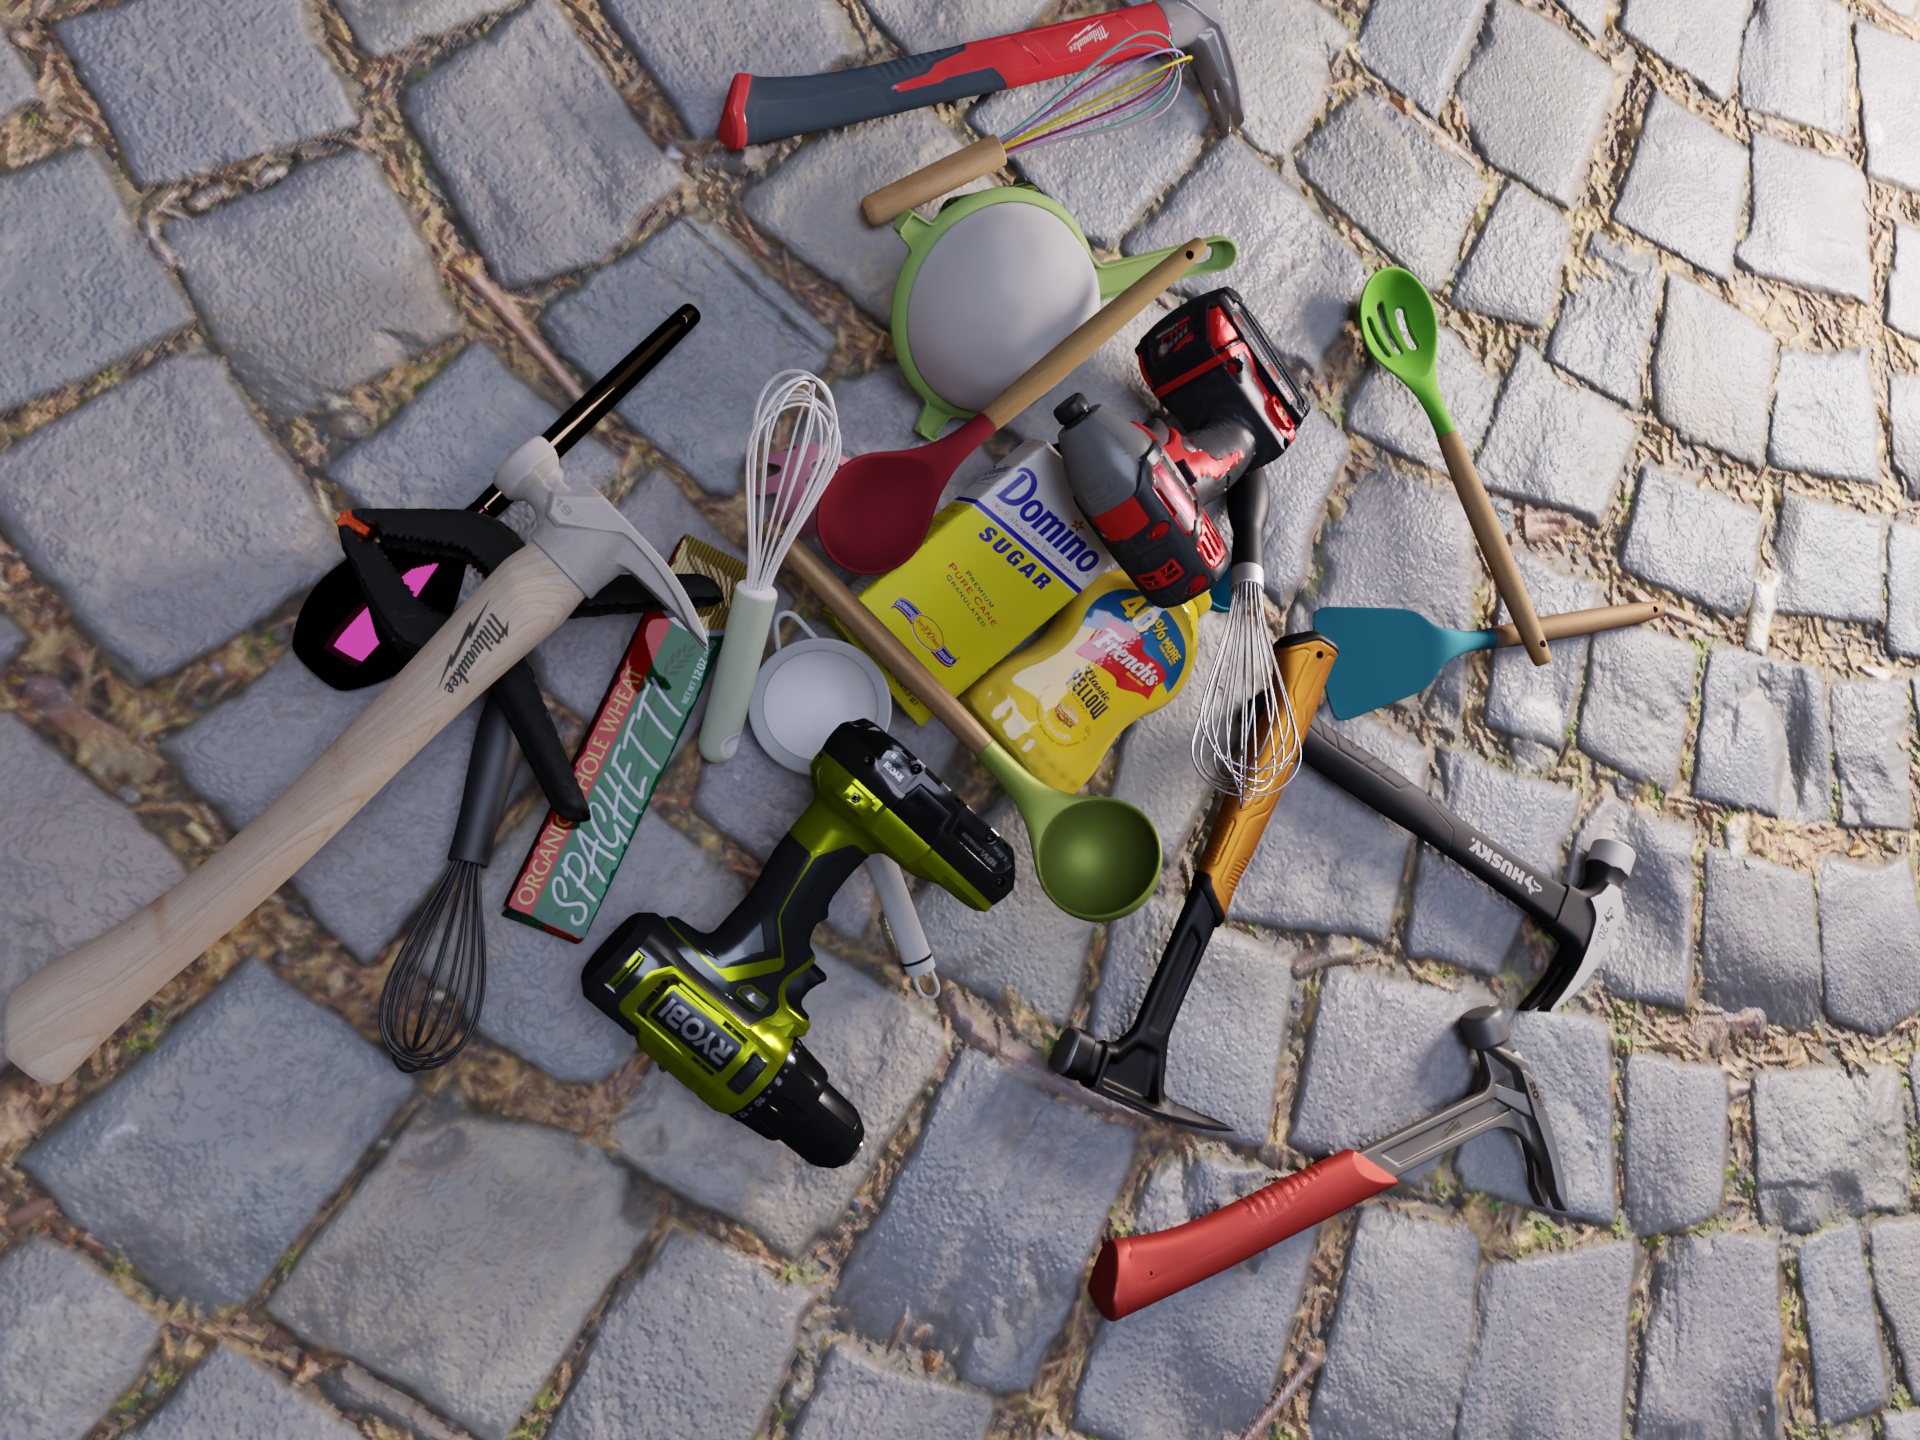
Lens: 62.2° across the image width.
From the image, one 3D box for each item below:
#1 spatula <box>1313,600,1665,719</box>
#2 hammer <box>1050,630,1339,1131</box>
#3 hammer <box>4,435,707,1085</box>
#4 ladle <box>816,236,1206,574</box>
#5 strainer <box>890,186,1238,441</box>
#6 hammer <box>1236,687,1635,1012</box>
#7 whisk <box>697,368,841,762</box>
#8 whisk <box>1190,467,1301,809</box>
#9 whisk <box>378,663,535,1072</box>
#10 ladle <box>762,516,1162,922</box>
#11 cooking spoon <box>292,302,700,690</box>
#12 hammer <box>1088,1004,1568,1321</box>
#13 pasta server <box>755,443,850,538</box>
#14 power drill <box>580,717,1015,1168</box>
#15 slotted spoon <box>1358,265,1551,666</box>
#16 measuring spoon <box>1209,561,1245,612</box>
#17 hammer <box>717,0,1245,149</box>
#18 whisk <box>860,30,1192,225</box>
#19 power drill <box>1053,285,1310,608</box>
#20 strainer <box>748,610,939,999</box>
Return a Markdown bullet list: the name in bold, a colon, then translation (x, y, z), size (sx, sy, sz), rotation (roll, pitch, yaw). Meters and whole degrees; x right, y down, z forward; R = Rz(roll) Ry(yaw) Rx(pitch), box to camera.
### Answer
- **spatula**: translation (0.406, -0.064, 1.187), size (0.317, 0.044, 0.082), rotation (-9, 85, -27)
- **hammer**: translation (0.180, 0.098, 1.047), size (0.127, 0.034, 0.337), rotation (26, 81, -15)
- **hammer**: translation (-0.321, 0.039, 0.840), size (0.410, 0.038, 0.146), rotation (-45, 94, -8)
- **ladle**: translation (0.035, -0.199, 0.972), size (0.315, 0.031, 0.069), rotation (-41, 108, -11)
- **strainer**: translation (0.083, -0.271, 1.025), size (0.256, 0.069, 0.151), rotation (-19, 126, -19)
- **hammer**: translation (0.334, 0.077, 1.130), size (0.334, 0.035, 0.146), rotation (33, 72, -14)
- **whisk**: translation (-0.116, -0.082, 0.913), size (0.059, 0.246, 0.058), rotation (30, 27, 24)
- **whisk**: translation (0.188, -0.066, 1.050), size (0.070, 0.070, 0.285), rotation (21, 53, -17)
- **whisk**: translation (-0.275, 0.078, 0.891), size (0.055, 0.055, 0.239), rotation (15, 73, -18)
- **ladle**: translation (-0.002, -0.003, 0.947), size (0.320, 0.062, 0.078), rotation (46, 80, -9)
- **cooking spoon**: translation (-0.264, -0.142, 0.941), size (0.068, 0.017, 0.319), rotation (44, 71, -10)
- **hammer**: translation (0.248, 0.321, 1.062), size (0.359, 0.037, 0.149), rotation (-18, 89, -23)
- **pasta server**: translation (0.018, -0.105, 1.043), size (0.316, 0.040, 0.060), rotation (21, 75, -21)
- **power drill**: translation (-0.077, 0.132, 0.924), size (0.190, 0.080, 0.228), rotation (43, 85, -14)
- **slotted spoon**: translation (0.366, -0.186, 1.169), size (0.070, 0.031, 0.314), rotation (-19, 83, -22)
- **measuring spoon**: translation (0.148, -0.124, 1.102), size (0.128, 0.021, 0.042), rotation (49, 57, 2)
- **hammer**: translation (0.021, -0.431, 1.083), size (0.386, 0.038, 0.143), rotation (-23, 92, -22)
- **whisk**: translation (0.045, -0.390, 1.054), size (0.245, 0.047, 0.051), rotation (-27, 130, -5)
- **power drill**: translation (0.137, -0.183, 1.019), size (0.143, 0.078, 0.220), rotation (51, 44, -16)
- **strainer**: translation (-0.063, 0.053, 0.980), size (0.087, 0.050, 0.258), rotation (-19, 96, 3)
